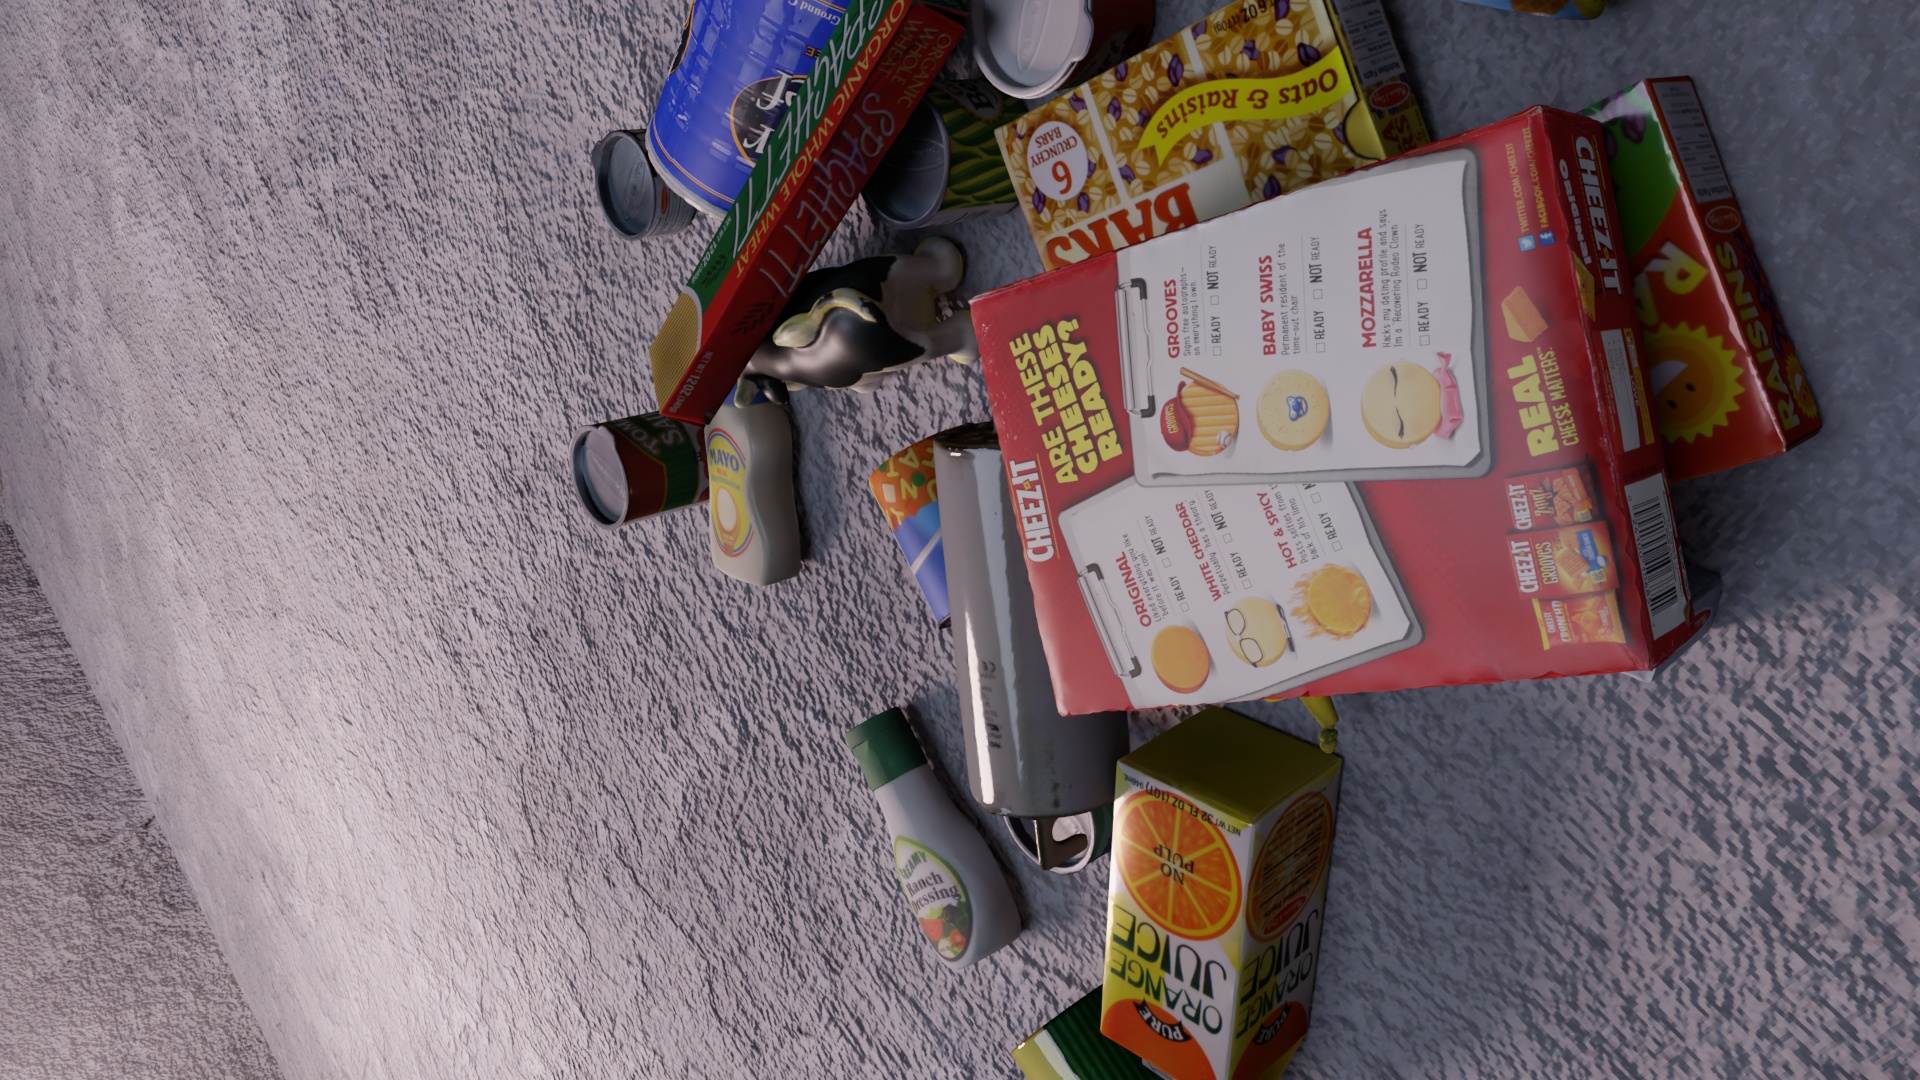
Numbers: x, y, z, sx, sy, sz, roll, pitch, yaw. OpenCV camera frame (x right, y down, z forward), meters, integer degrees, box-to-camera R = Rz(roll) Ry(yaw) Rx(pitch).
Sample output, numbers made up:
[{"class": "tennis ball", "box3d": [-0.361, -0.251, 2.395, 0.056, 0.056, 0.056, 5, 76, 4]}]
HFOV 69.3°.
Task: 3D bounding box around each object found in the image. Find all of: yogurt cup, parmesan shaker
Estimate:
[{"class": "yogurt cup", "box3d": [0.044, -0.221, 0.582, 0.072, 0.054, 0.072, 19, 117, 42]}, {"class": "parmesan shaker", "box3d": [0.083, 0.288, 0.715, 0.103, 0.071, 0.071, 54, 136, 20]}]

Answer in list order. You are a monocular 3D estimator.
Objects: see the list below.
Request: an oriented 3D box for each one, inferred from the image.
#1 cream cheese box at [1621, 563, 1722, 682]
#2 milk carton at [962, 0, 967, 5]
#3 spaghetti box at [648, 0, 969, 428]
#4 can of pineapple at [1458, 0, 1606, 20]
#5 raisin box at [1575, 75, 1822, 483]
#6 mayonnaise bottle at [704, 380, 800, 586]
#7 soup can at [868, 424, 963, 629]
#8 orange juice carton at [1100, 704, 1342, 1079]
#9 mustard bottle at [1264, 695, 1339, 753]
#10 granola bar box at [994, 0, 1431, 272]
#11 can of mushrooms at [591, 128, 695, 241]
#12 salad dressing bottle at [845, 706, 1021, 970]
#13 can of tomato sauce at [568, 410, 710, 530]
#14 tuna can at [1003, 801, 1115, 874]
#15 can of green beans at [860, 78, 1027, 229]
[{"class": "cream cheese box", "box3d": [0.206, 0.013, 0.494, 0.104, 0.053, 0.024, 25, 123, 39]}, {"class": "milk carton", "box3d": [-0.041, -0.321, 0.622, 0.191, 0.074, 0.072, 53, 135, 19]}, {"class": "spaghetti box", "box3d": [-0.079, -0.155, 0.641, 0.248, 0.029, 0.050, -50, 44, 34]}, {"class": "can of pineapple", "box3d": [0.179, -0.199, 0.437, 0.071, 0.071, 0.057, 32, 126, 35]}, {"class": "raisin box", "box3d": [0.216, -0.078, 0.462, 0.086, 0.040, 0.123, -22, 86, 47]}, {"class": "mayonnaise bottle", "box3d": [-0.128, -0.050, 0.836, 0.065, 0.041, 0.147, 18, 117, 44]}, {"class": "soup can", "box3d": [0.002, -0.009, 0.695, 0.071, 0.071, 0.084, -36, 77, 47]}, {"class": "orange juice carton", "box3d": [0.116, 0.182, 0.637, 0.072, 0.073, 0.191, 20, 119, 41]}, {"class": "mustard bottle", "box3d": [0.122, 0.014, 0.580, 0.048, 0.065, 0.160, -30, 86, 42]}, {"class": "granola bar box", "box3d": [0.101, -0.137, 0.551, 0.165, 0.039, 0.124, -13, 103, 48]}, {"class": "can of mushrooms", "box3d": [-0.194, -0.220, 0.852, 0.071, 0.033, 0.070, 20, 119, 42]}, {"class": "salad dressing bottle", "box3d": [-0.018, 0.169, 0.797, 0.064, 0.044, 0.148, -38, 75, 45]}, {"class": "can of tomato sauce", "box3d": [-0.192, -0.050, 0.873, 0.071, 0.083, 0.071, 19, 117, 42]}, {"class": "tuna can", "box3d": [0.055, 0.133, 0.714, 0.071, 0.033, 0.070, 19, 117, 42]}, {"class": "can of green beans", "box3d": [-0.008, -0.181, 0.648, 0.071, 0.058, 0.071, 19, 118, 42]}]
